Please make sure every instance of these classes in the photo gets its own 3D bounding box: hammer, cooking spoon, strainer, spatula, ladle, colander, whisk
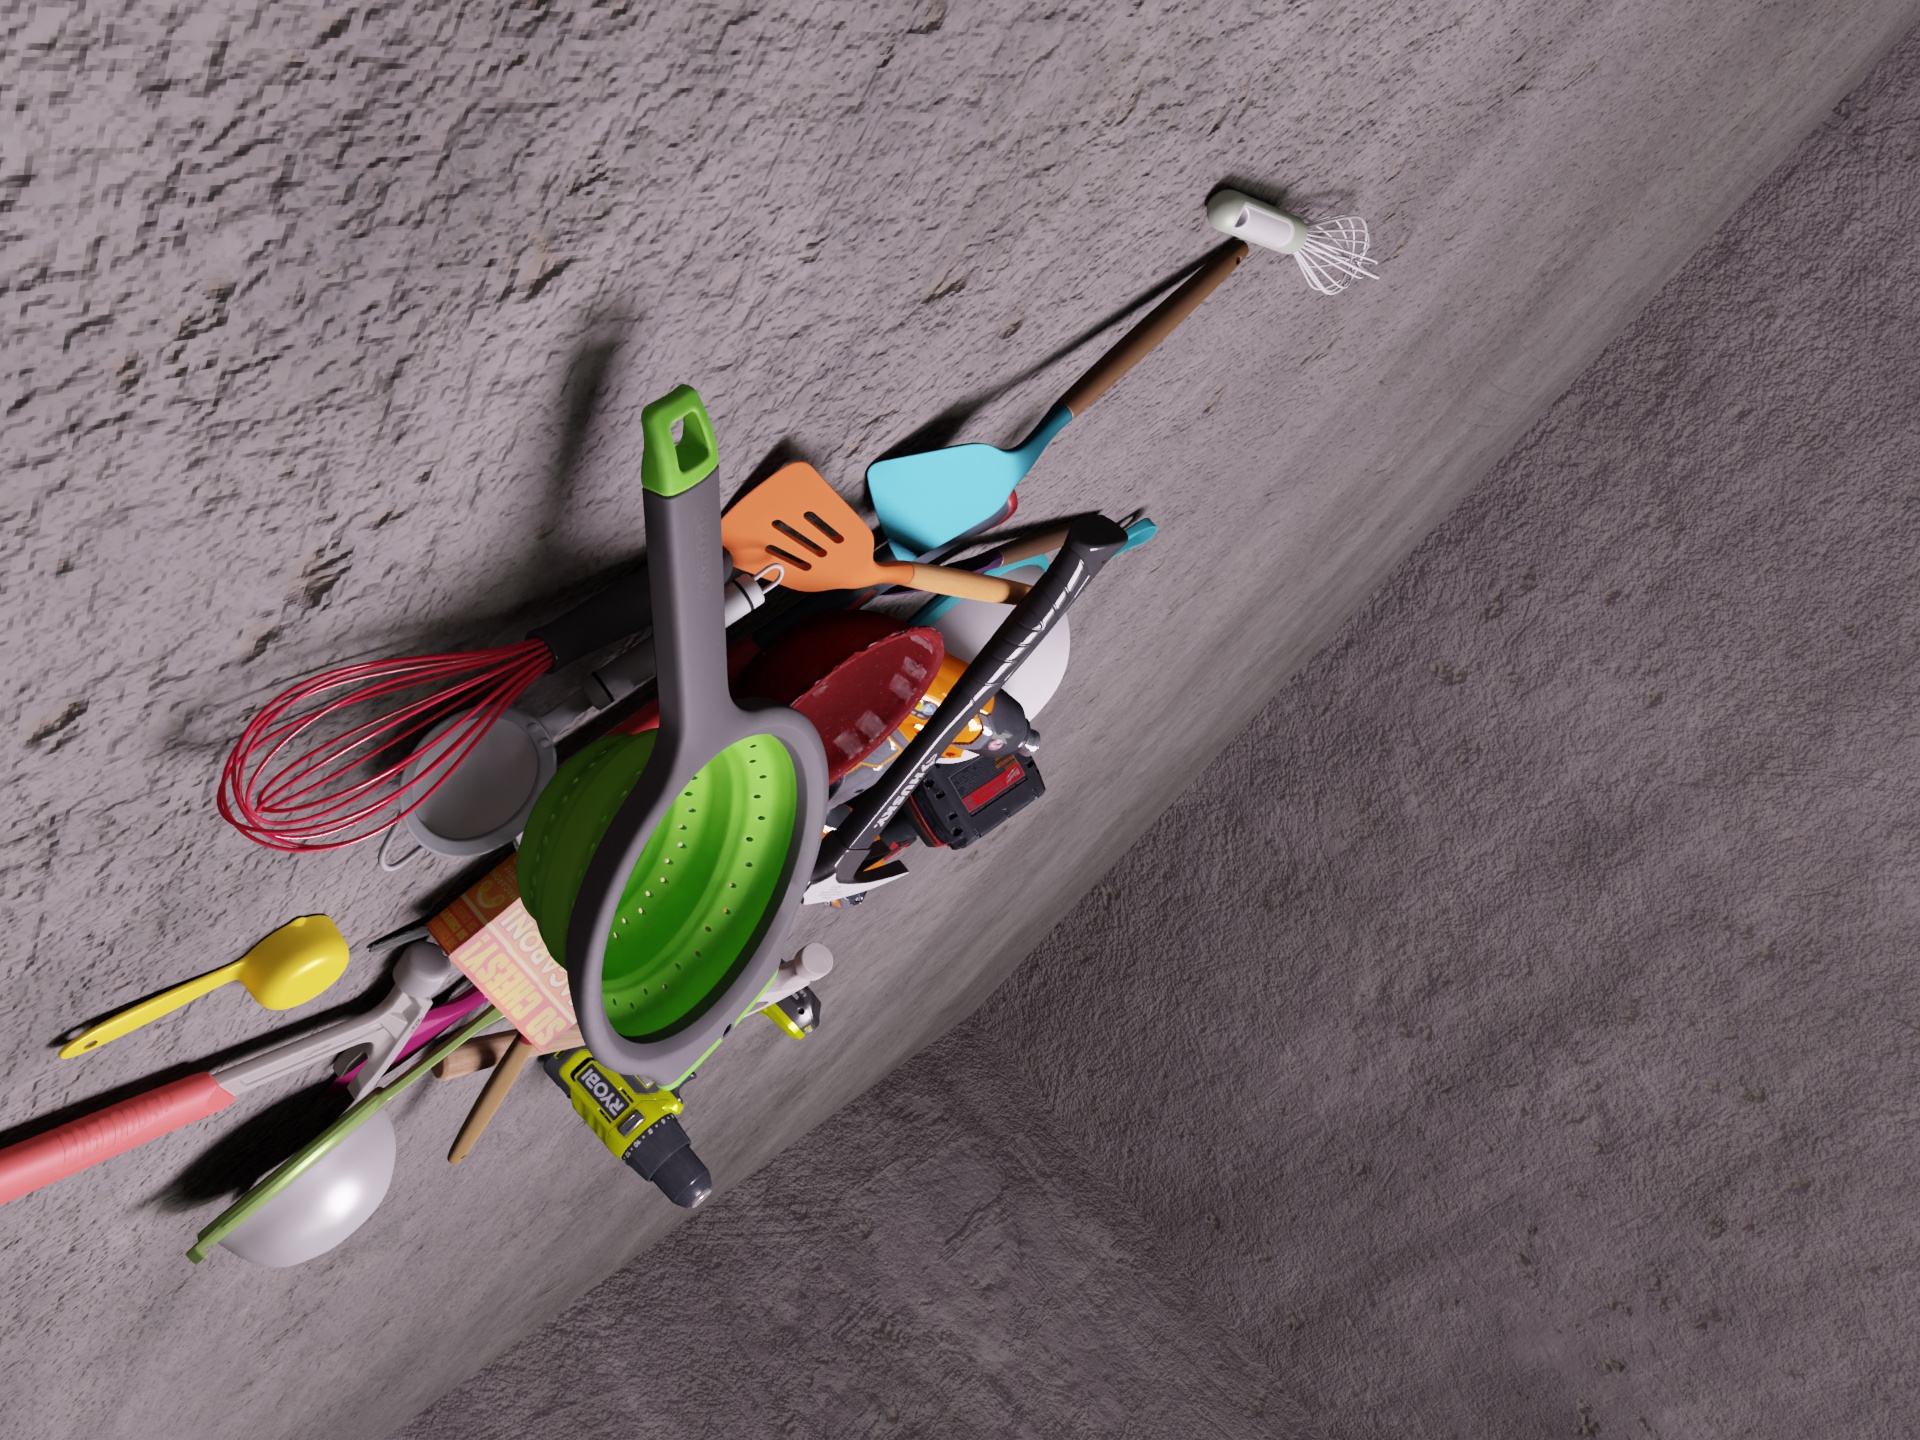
[{"bbox_3d":[-0.460,0.228,0.909,0.149,0.037,0.359,-49,165,28],"label":"hammer"},{"bbox_3d":[-0.318,0.177,1.132,0.319,0.017,0.068,-35,168,0],"label":"cooking spoon"},{"bbox_3d":[0.064,-0.064,1.315,0.340,0.095,0.211,-33,164,-28],"label":"strainer"},{"bbox_3d":[0.073,-0.214,1.000,0.317,0.044,0.082,-44,142,-20],"label":"spatula"},{"bbox_3d":[-0.330,0.251,1.189,0.069,0.031,0.315,-19,153,-50],"label":"ladle"},{"bbox_3d":[-0.407,0.299,1.123,0.256,0.069,0.151,-38,-177,-11],"label":"strainer"},{"bbox_3d":[-0.157,0.009,0.778,0.204,0.094,0.396,-46,151,-43],"label":"colander"},{"bbox_3d":[-0.271,0.245,1.307,0.331,0.031,0.130,-7,159,-39],"label":"hammer"},{"bbox_3d":[-0.026,-0.096,0.971,0.081,0.041,0.322,-37,161,24],"label":"spatula"},{"bbox_3d":[0.036,-0.125,1.190,0.060,0.018,0.316,-6,-169,33],"label":"spatula"},{"bbox_3d":[-0.199,-0.010,0.837,0.258,0.050,0.086,-35,135,-15],"label":"strainer"},{"bbox_3d":[0.223,-0.321,1.058,0.246,0.059,0.057,-11,135,-56],"label":"whisk"},{"bbox_3d":[-0.117,-0.052,0.975,0.386,0.038,0.143,-37,164,-19],"label":"hammer"},{"bbox_3d":[-0.002,-0.003,1.079,0.334,0.035,0.146,-51,156,16],"label":"hammer"},{"bbox_3d":[-0.215,-0.025,0.756,0.296,0.073,0.073,-36,166,-42],"label":"whisk"}]

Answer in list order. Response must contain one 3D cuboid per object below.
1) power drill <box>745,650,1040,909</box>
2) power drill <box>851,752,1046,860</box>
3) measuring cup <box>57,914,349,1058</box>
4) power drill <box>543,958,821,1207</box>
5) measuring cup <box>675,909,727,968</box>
[{"bbox_3d":[-0.056,0.040,1.199,0.164,0.084,0.226,26,121,-29],"label":"power drill"},{"bbox_3d":[-0.020,0.070,1.456,0.188,0.080,0.226,-32,-178,-36],"label":"power drill"},{"bbox_3d":[-0.398,0.152,0.850,0.156,0.029,0.062,-27,161,-50],"label":"measuring cup"},{"bbox_3d":[-0.238,0.307,1.452,0.228,0.191,0.080,-43,167,-11],"label":"power drill"},{"bbox_3d":[-0.251,0.180,1.279,0.173,0.095,0.052,-27,178,24],"label":"measuring cup"}]
